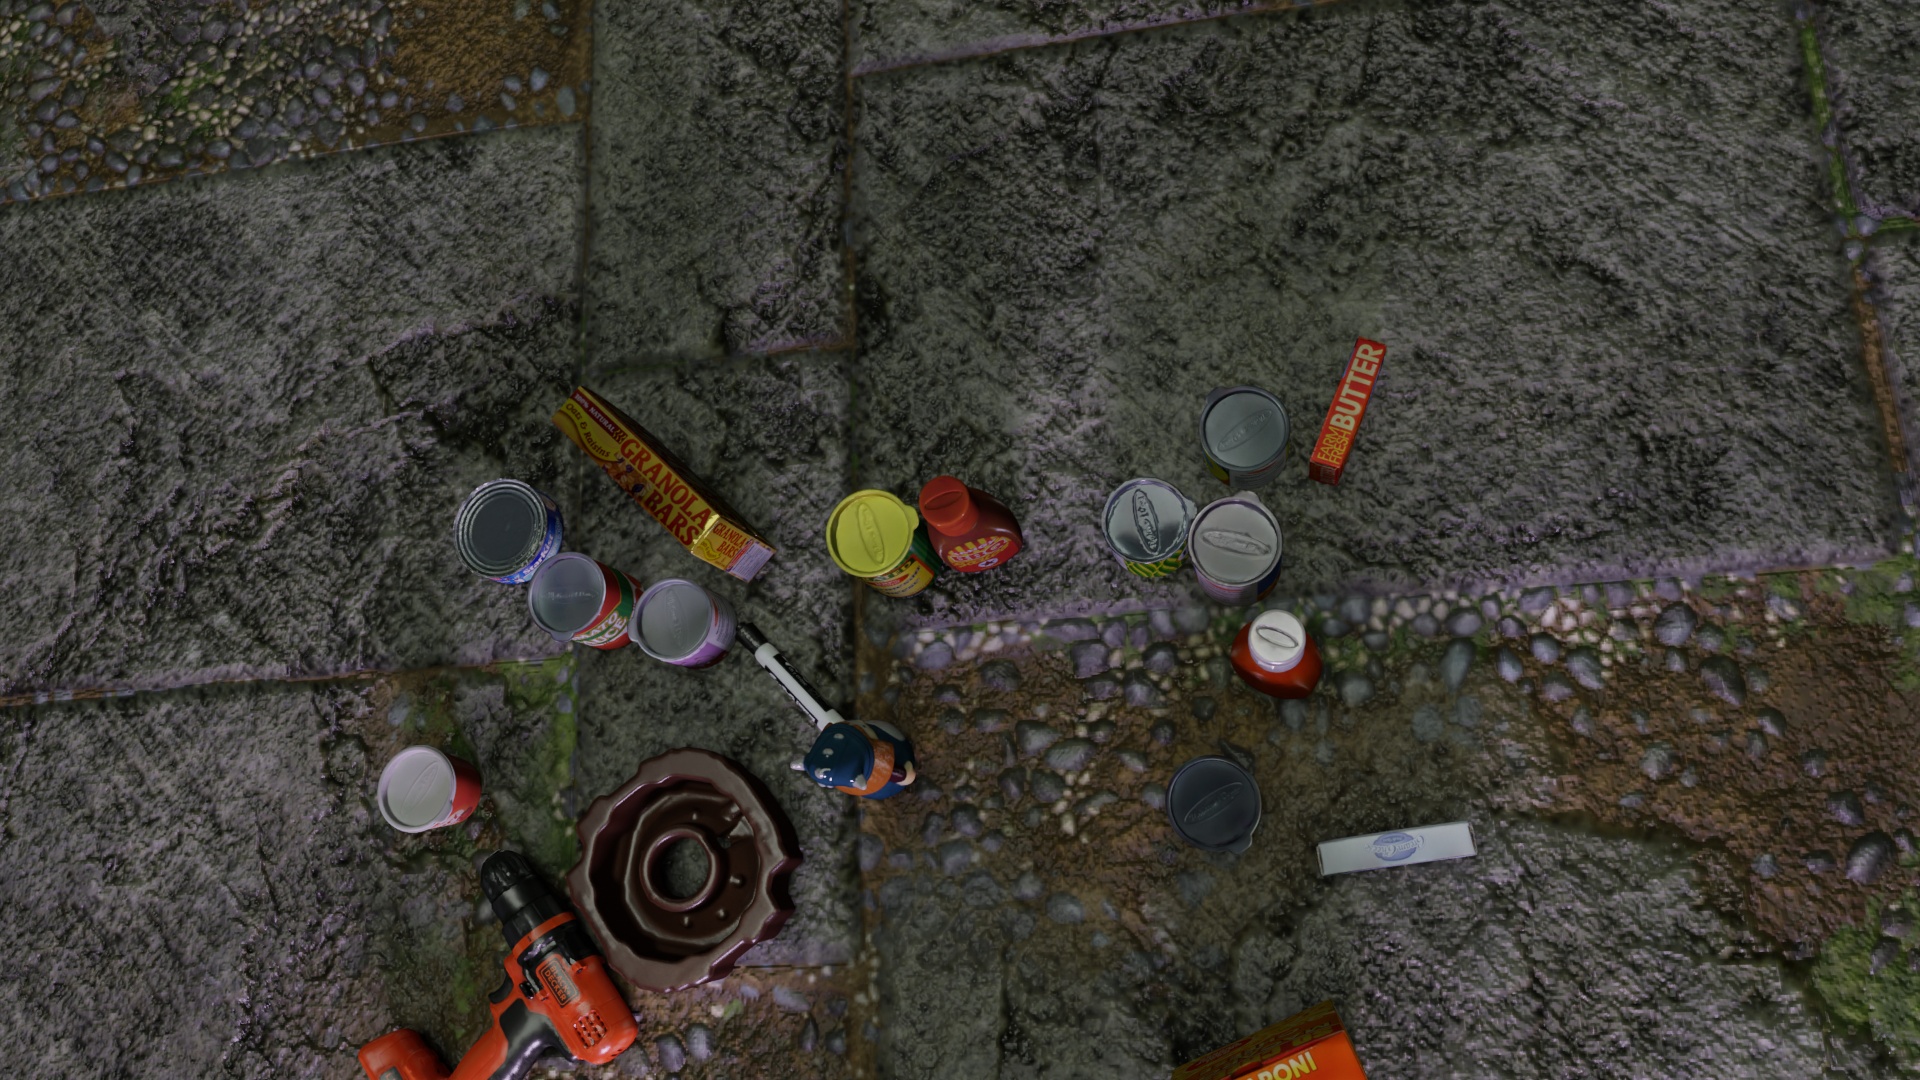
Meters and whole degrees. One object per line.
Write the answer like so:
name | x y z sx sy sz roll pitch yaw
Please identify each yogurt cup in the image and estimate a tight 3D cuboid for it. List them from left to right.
yogurt cup | -0.424 0.201 1.118 0.072 0.054 0.072 -3 77 12

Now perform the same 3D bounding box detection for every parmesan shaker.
parmesan shaker | -0.053 0.004 1.059 0.071 0.103 0.071 -3 77 12

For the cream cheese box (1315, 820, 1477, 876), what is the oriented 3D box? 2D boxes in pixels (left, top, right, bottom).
cream cheese box | 0.298 0.213 0.959 0.104 0.053 0.024 -11 75 10

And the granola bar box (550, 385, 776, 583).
granola bar box | -0.231 -0.043 1.098 0.166 0.124 0.039 41 89 18

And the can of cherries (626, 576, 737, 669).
can of cherries | -0.220 0.067 1.104 0.071 0.058 0.071 -3 77 12

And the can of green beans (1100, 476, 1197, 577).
can of green beans | 0.141 -0.009 1.043 0.071 0.057 0.071 -3 77 12

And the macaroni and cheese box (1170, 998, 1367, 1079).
macaroni and cheese box | 0.194 0.345 0.891 0.124 0.166 0.040 -27 73 5

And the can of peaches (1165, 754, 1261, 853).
can of peaches | 0.182 0.190 0.987 0.071 0.058 0.071 -3 77 12

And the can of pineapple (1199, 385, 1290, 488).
can of pineapple | 0.214 -0.078 1.044 0.071 0.058 0.071 -3 77 12

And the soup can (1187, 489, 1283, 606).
soup can | 0.202 0.007 1.013 0.071 0.083 0.071 -3 77 12

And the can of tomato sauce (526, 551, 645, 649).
can of tomato sauce | -0.296 0.051 1.111 0.071 0.083 0.071 -3 77 12

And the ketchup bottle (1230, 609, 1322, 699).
ketchup bottle | 0.218 0.078 0.958 0.065 0.148 0.043 22 83 16

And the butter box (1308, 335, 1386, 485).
butter box | 0.288 -0.095 1.035 0.024 0.053 0.103 21 82 16

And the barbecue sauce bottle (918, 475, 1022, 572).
barbecue sauce bottle | 0.004 -0.013 1.027 0.065 0.148 0.044 -20 74 7
